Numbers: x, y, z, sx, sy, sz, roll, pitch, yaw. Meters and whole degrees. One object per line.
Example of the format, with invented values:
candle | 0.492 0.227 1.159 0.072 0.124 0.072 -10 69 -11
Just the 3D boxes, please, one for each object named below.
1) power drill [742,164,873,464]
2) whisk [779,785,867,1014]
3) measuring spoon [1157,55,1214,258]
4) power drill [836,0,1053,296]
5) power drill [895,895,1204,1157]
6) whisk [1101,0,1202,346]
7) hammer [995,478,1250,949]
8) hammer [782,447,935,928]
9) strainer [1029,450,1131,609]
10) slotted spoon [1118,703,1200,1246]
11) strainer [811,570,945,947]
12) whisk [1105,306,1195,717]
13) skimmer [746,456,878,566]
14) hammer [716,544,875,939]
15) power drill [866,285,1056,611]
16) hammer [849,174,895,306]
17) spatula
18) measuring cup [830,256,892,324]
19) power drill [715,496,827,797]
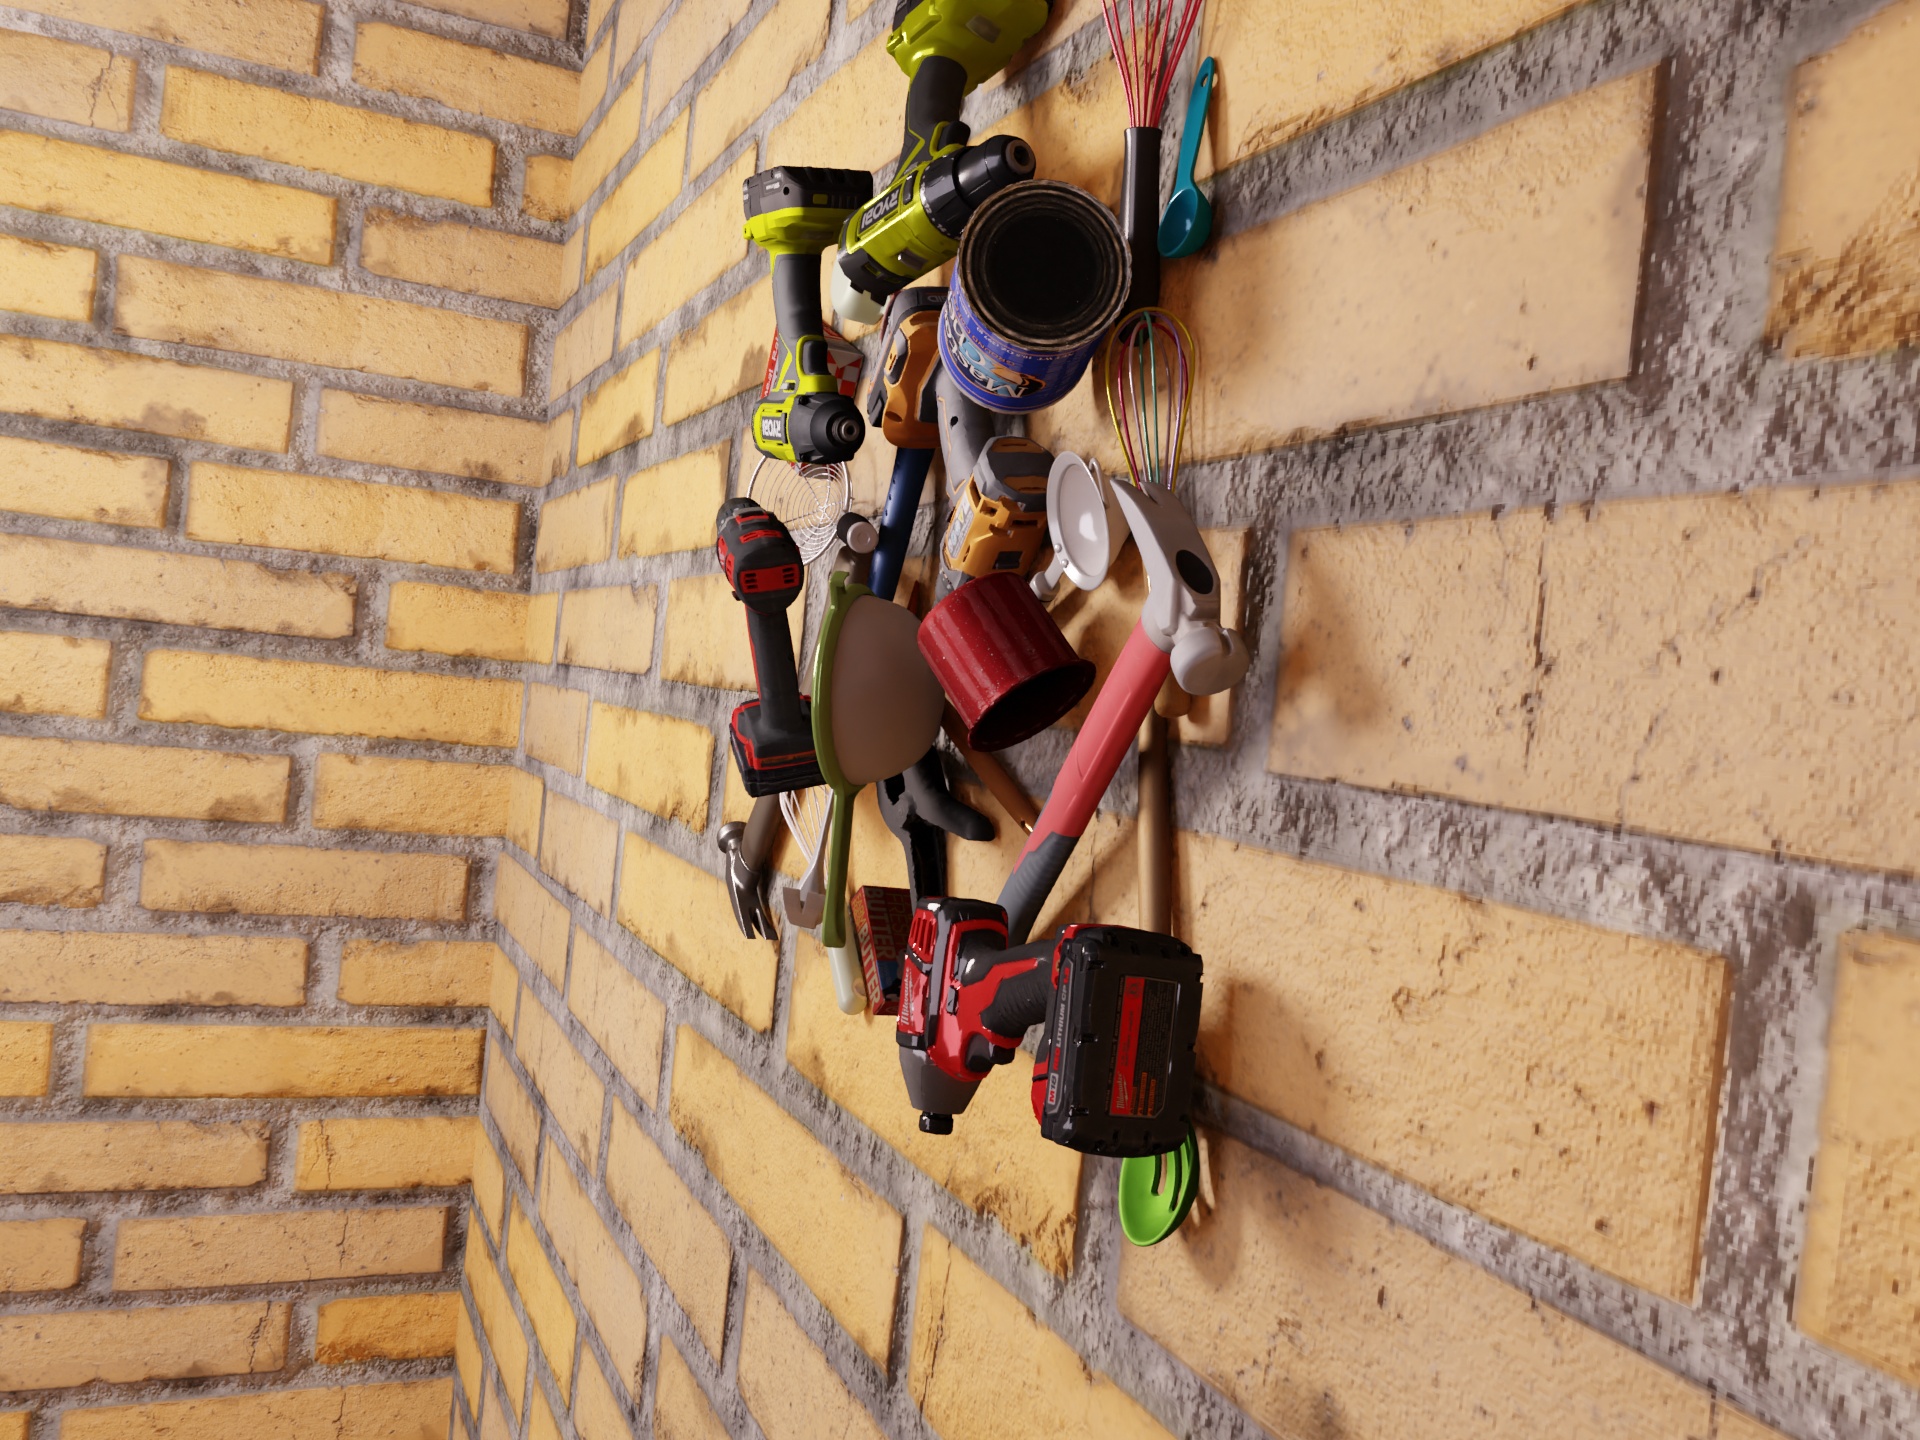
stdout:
power drill | -0.117 -0.315 1.256 0.171 0.080 0.223 -156 63 -63
whisk | -0.115 0.138 1.360 0.059 0.057 0.247 -31 56 24
measuring spoon | 0.143 -0.331 0.938 0.042 0.021 0.129 -11 66 64
power drill | -0.001 -0.432 1.133 0.190 0.080 0.229 -12 63 54
power drill | 0.035 0.176 0.900 0.220 0.078 0.143 -5 76 58
whisk | 0.112 -0.377 0.964 0.073 0.073 0.296 -161 71 -65
hammer | 0.062 0.038 0.955 0.386 0.038 0.143 113 150 -45
hammer | -0.077 -0.036 1.241 0.144 0.035 0.405 113 170 -85
strainer | 0.059 -0.093 1.035 0.087 0.050 0.258 70 153 21
slotted spoon | 0.111 0.130 0.891 0.070 0.031 0.314 153 121 -61
strainer | -0.053 0.031 1.106 0.151 0.069 0.256 43 -130 -71
whisk | 0.117 -0.124 0.918 0.051 0.047 0.245 144 124 -74
skimmer | -0.125 -0.173 1.307 0.363 0.090 0.127 -129 59 -76
hammer | -0.147 0.020 1.464 0.410 0.038 0.146 -66 32 34
power drill | -0.004 -0.176 1.145 0.185 0.084 0.226 114 146 -49
hammer | 0.014 -0.362 1.168 0.146 0.035 0.335 -62 32 7
spatula | -0.002 -0.004 1.172 0.323 0.041 0.081 52 131 51
measuring cup | -0.080 -0.367 1.394 0.168 0.038 0.083 -109 34 -46
power drill | -0.163 -0.070 1.326 0.188 0.080 0.226 -125 27 -63
